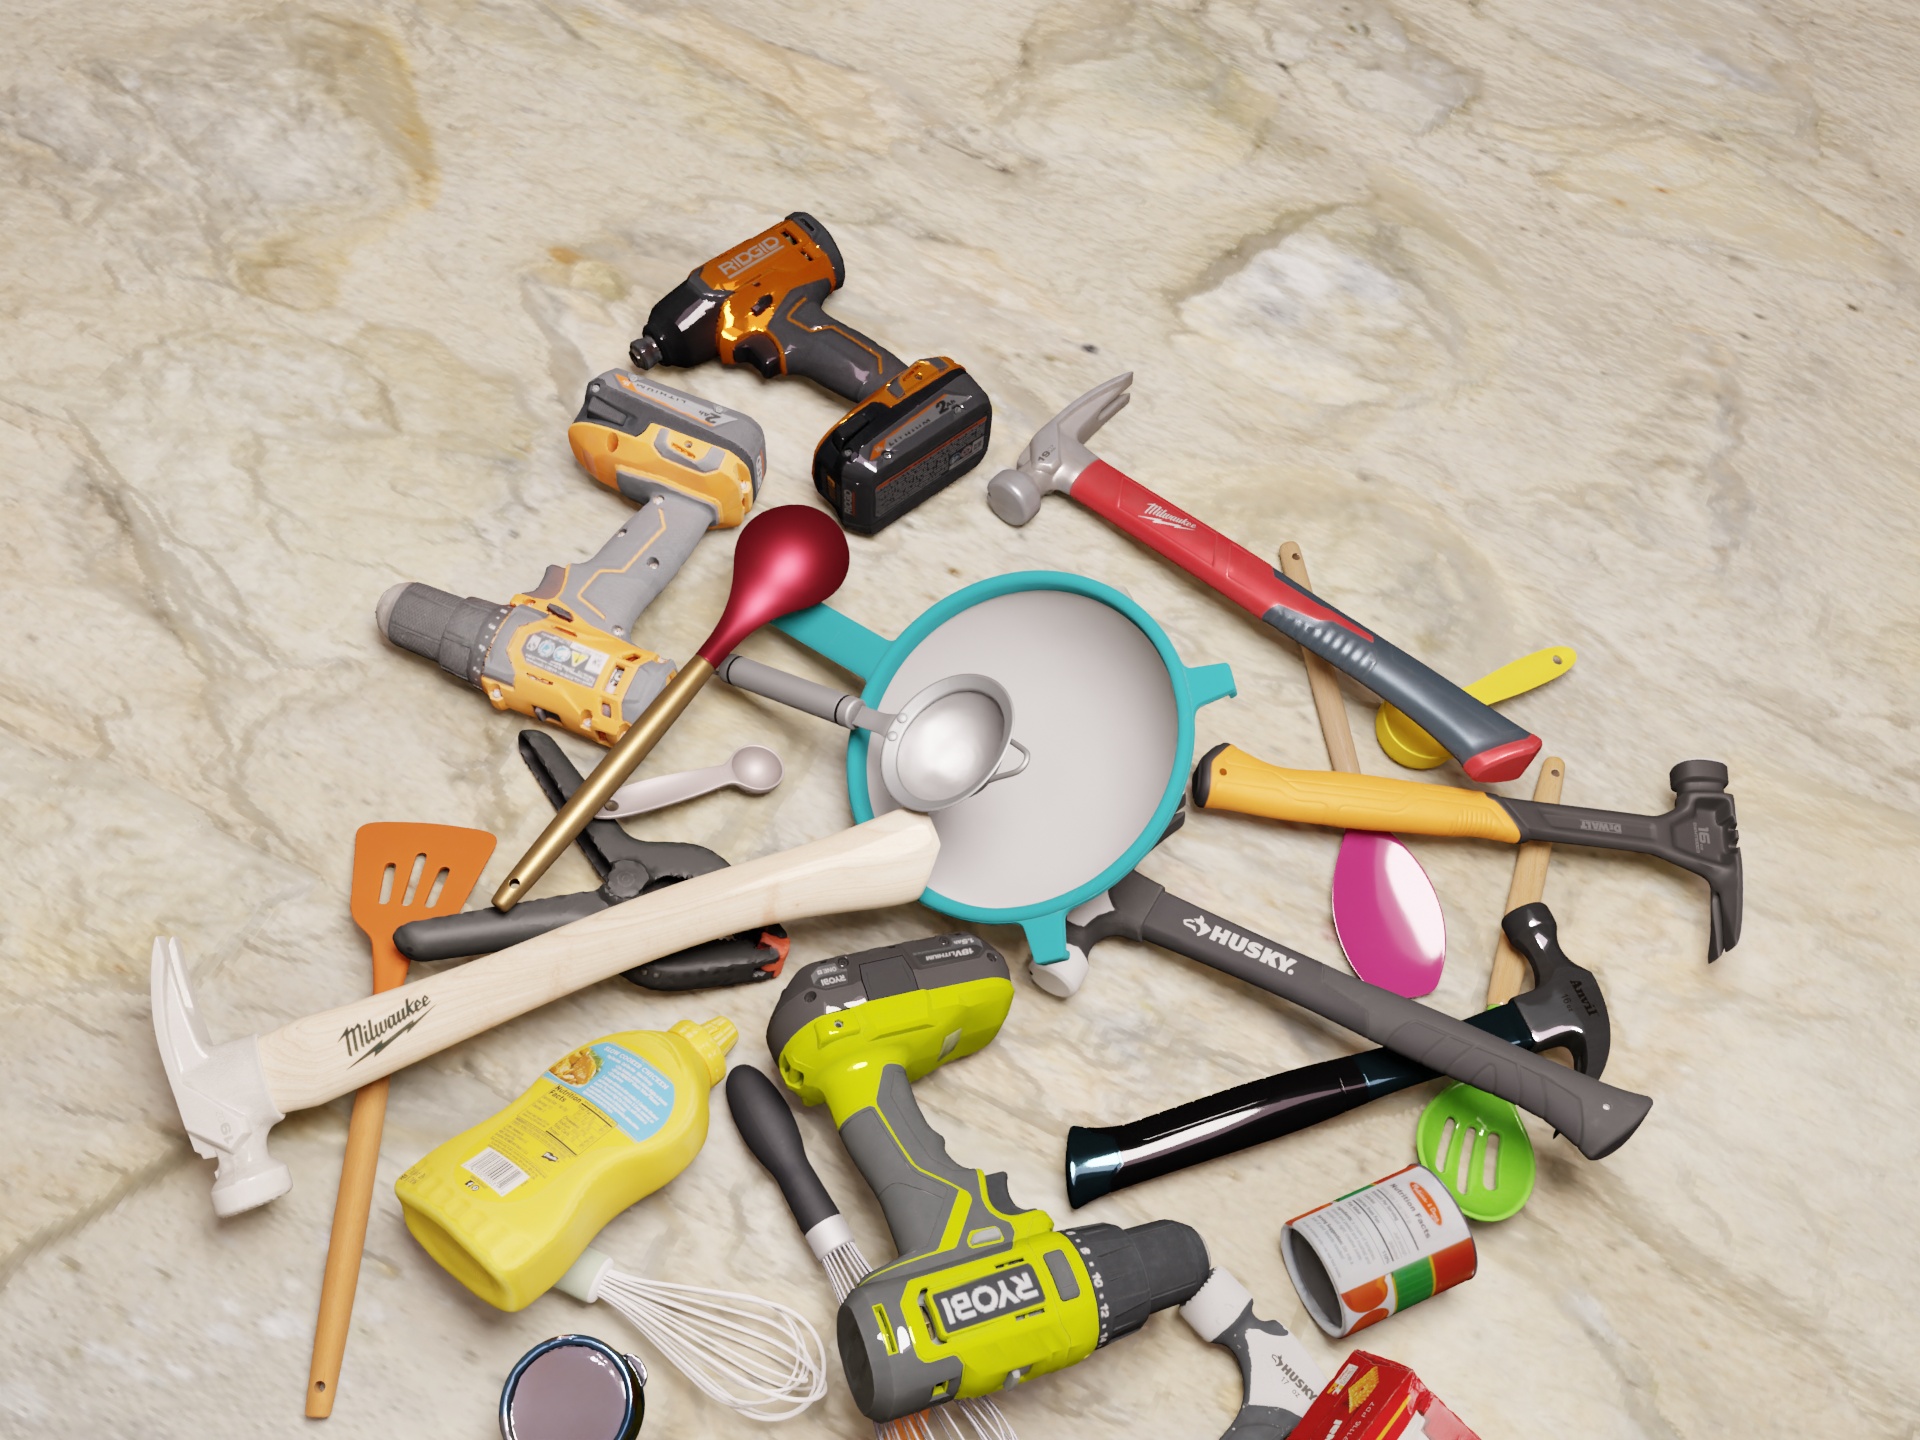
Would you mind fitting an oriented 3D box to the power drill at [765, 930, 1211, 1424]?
[{"bbox_3d":[0.008,0.228,0.829,0.190,0.080,0.229,-9,51,-23],"label":"power drill"}]

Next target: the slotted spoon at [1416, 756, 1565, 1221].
[{"bbox_3d":[0.335,0.154,0.967,0.070,0.031,0.314,20,62,5],"label":"slotted spoon"}]

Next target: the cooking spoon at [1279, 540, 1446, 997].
[{"bbox_3d":[0.247,0.024,1.023,0.068,0.017,0.319,-6,66,-7],"label":"cooking spoon"}]

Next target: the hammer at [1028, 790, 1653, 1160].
[{"bbox_3d":[0.217,0.153,0.900,0.335,0.035,0.146,22,58,22],"label":"hammer"}]

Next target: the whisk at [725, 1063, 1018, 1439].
[{"bbox_3d":[-0.053,0.298,0.828,0.070,0.070,0.285,-27,62,-18],"label":"whisk"}]

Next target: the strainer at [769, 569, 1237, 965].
[{"bbox_3d":[-0.002,-0.003,0.973,0.341,0.095,0.211,31,85,31],"label":"strainer"}]

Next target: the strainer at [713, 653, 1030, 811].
[{"bbox_3d":[-0.056,-0.003,0.920,0.259,0.050,0.087,20,72,34],"label":"strainer"}]

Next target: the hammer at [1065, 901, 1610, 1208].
[{"bbox_3d":[0.213,0.207,0.904,0.331,0.033,0.128,-16,57,-7],"label":"hammer"}]

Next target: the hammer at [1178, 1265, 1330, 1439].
[{"bbox_3d":[0.048,0.469,0.777,0.409,0.036,0.149,-41,76,-22],"label":"hammer"}]

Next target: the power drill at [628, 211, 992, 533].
[{"bbox_3d":[-0.105,-0.233,1.072,0.164,0.084,0.227,-36,69,-20],"label":"power drill"}]

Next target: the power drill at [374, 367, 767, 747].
[{"bbox_3d":[-0.239,-0.107,0.996,0.185,0.084,0.226,20,69,3],"label":"power drill"}]

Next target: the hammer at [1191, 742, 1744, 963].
[{"bbox_3d":[0.310,0.065,0.979,0.337,0.034,0.127,7,63,0],"label":"hammer"}]

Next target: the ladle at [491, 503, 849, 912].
[{"bbox_3d":[-0.166,-0.015,0.928,0.069,0.031,0.315,36,67,2],"label":"ladle"}]

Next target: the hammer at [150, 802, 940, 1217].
[{"bbox_3d":[-0.210,0.118,0.847,0.410,0.038,0.146,-19,85,-10],"label":"hammer"}]

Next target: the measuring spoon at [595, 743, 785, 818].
[{"bbox_3d":[-0.164,0.042,0.952,0.124,0.018,0.034,-14,58,-27],"label":"measuring spoon"}]

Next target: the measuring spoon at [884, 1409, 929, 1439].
[{"bbox_3d":[-0.028,0.370,0.830,0.021,0.011,0.117,13,67,9],"label":"measuring spoon"}]

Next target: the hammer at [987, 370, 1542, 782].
[{"bbox_3d":[0.208,-0.092,1.032,0.386,0.038,0.143,36,64,21],"label":"hammer"}]

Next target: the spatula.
[{"bbox_3d":[-0.318,0.204,0.868,0.081,0.041,0.323,5,68,-6],"label":"spatula"}]

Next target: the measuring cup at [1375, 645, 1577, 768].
[{"bbox_3d":[0.341,-0.013,1.048,0.156,0.029,0.062,-22,69,-19],"label":"measuring cup"}]

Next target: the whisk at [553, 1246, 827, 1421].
[{"bbox_3d":[-0.181,0.295,0.827,0.246,0.059,0.058,22,91,8],"label":"whisk"}]
